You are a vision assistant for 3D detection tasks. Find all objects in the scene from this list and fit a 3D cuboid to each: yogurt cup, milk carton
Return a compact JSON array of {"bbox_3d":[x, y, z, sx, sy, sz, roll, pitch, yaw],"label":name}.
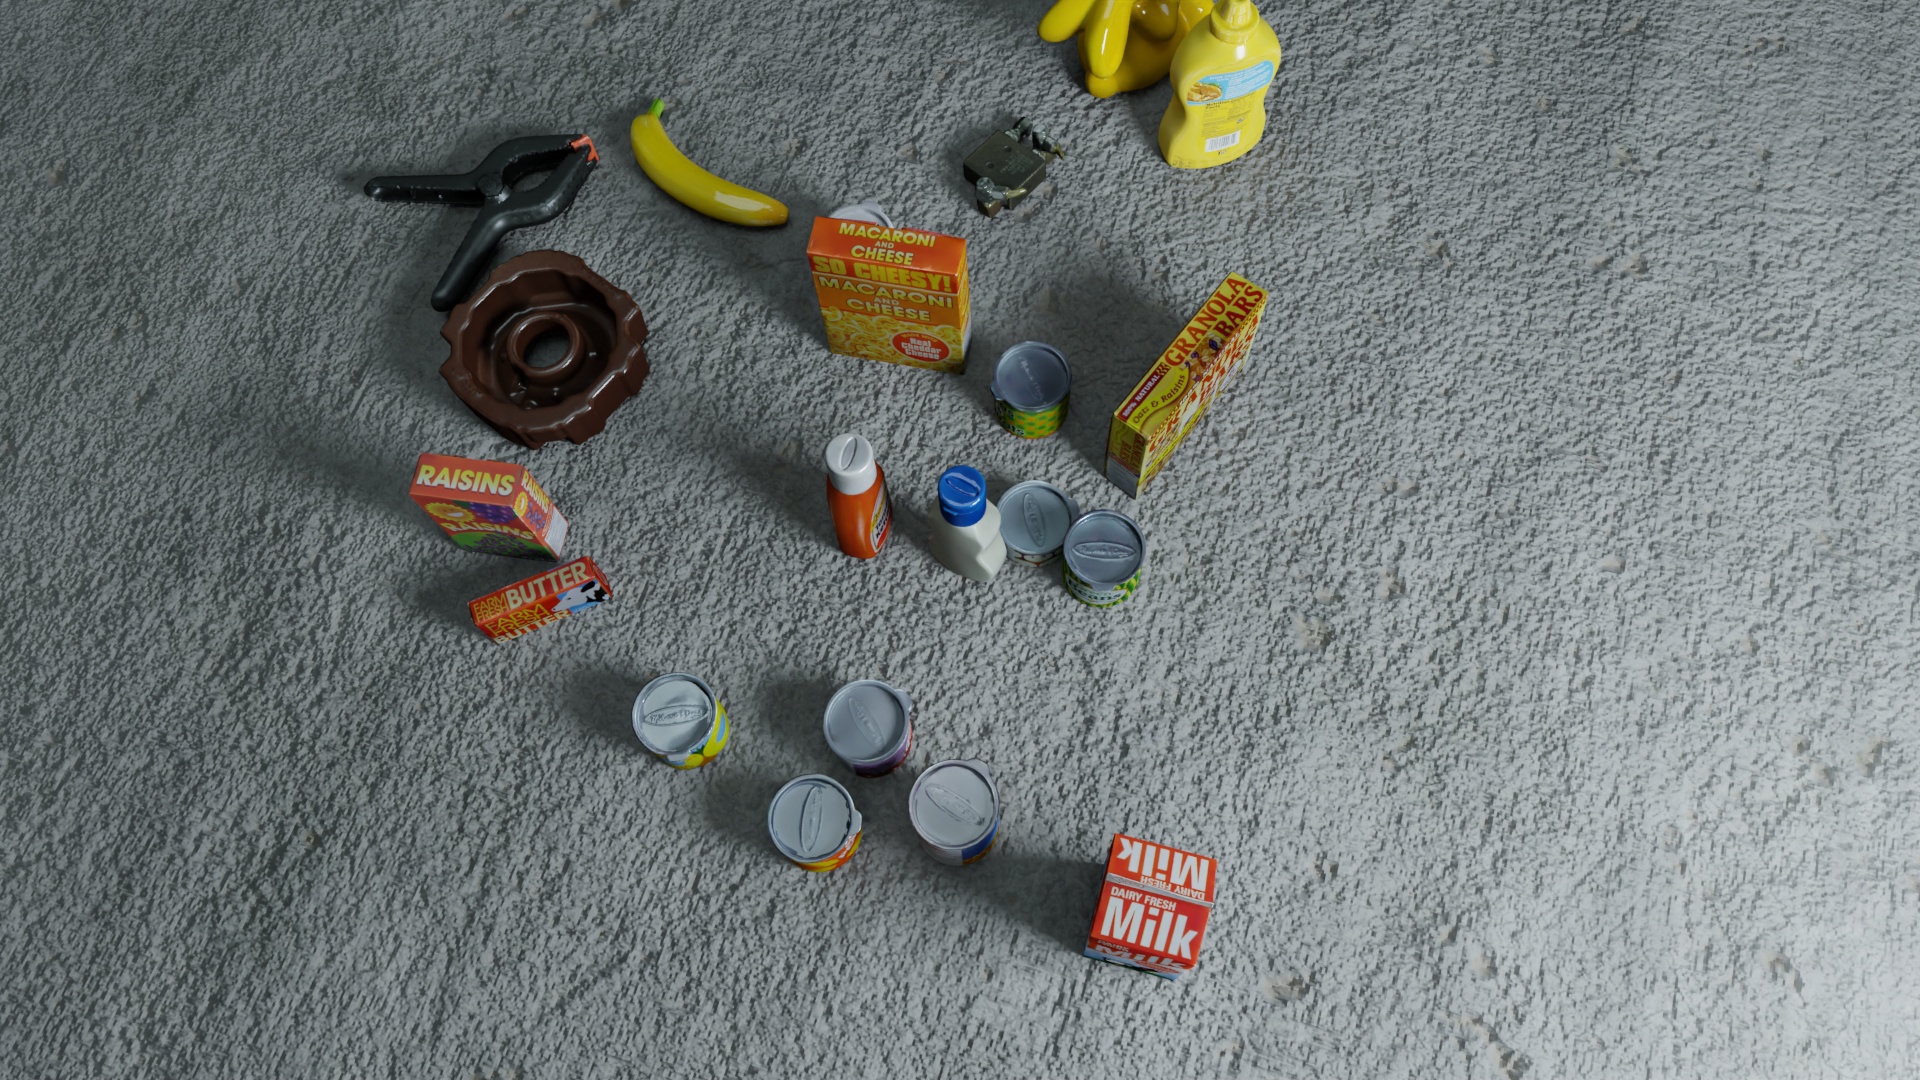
[{"bbox_3d":[-0.091,-0.259,1.247,0.072,0.053,0.072,-1,68,2],"label":"yogurt cup"},{"bbox_3d":[0.130,0.254,0.962,0.072,0.190,0.074,14,70,7],"label":"milk carton"}]

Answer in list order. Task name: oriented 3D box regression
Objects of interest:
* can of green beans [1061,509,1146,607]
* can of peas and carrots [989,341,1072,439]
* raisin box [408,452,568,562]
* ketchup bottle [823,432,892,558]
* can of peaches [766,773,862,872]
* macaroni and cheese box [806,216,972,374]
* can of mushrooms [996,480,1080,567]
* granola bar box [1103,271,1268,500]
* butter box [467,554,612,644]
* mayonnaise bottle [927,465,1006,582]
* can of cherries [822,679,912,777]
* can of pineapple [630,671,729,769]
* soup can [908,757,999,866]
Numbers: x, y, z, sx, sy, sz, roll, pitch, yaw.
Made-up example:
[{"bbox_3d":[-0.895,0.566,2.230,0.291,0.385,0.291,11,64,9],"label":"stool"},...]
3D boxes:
[{"bbox_3d":[0.115,0.016,1.129,0.071,0.057,0.071,-1,68,2],"label":"can of green beans"},{"bbox_3d":[0.059,-0.126,1.187,0.071,0.058,0.071,-1,68,2],"label":"can of peas and carrots"},{"bbox_3d":[-0.379,-0.026,1.126,0.086,0.123,0.040,8,69,5],"label":"raisin box"},{"bbox_3d":[-0.083,-0.038,1.108,0.043,0.148,0.065,13,70,7],"label":"ketchup bottle"},{"bbox_3d":[-0.108,0.216,1.056,0.071,0.058,0.071,-1,68,2],"label":"can of peaches"},{"bbox_3d":[-0.056,-0.203,1.163,0.124,0.166,0.040,10,69,6],"label":"macaroni and cheese box"},{"bbox_3d":[0.064,-0.014,1.155,0.071,0.033,0.071,-1,68,2],"label":"can of mushrooms"},{"bbox_3d":[0.183,-0.127,1.148,0.039,0.123,0.166,36,74,14],"label":"granola bar box"},{"bbox_3d":[-0.342,0.049,1.133,0.103,0.053,0.024,-22,70,-7],"label":"butter box"},{"bbox_3d":[0.004,-0.014,1.096,0.065,0.147,0.041,27,72,12],"label":"mayonnaise bottle"},{"bbox_3d":[-0.069,0.147,1.082,0.071,0.058,0.072,-1,68,2],"label":"can of cherries"},{"bbox_3d":[-0.219,0.144,1.088,0.071,0.057,0.071,-1,68,2],"label":"can of pineapple"},{"bbox_3d":[-0.002,0.204,1.044,0.071,0.083,0.071,-1,69,2],"label":"soup can"}]
